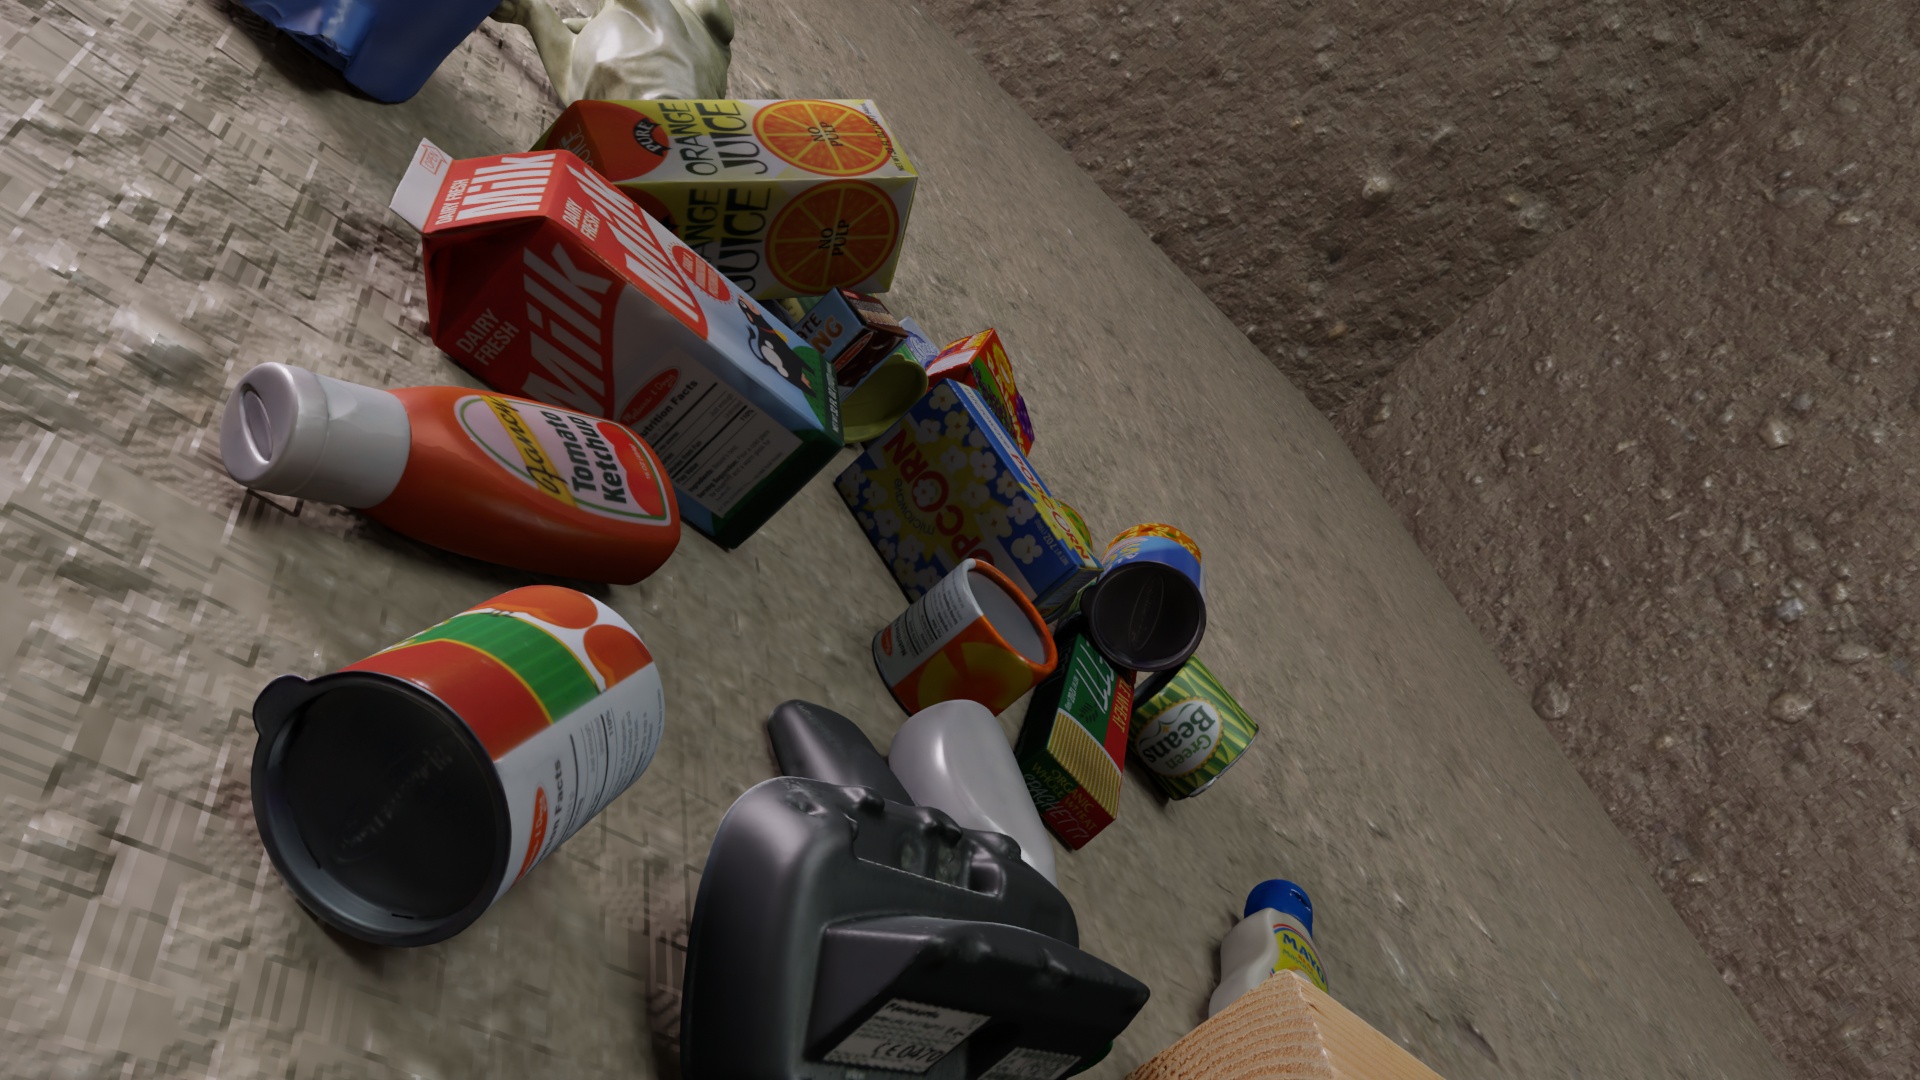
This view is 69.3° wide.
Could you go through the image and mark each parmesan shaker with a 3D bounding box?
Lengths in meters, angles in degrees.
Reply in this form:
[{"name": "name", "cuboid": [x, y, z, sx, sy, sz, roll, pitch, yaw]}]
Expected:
[{"name": "parmesan shaker", "cuboid": [-0.070, -0.116, 0.781, 0.071, 0.071, 0.103, 18, 36, -57]}]

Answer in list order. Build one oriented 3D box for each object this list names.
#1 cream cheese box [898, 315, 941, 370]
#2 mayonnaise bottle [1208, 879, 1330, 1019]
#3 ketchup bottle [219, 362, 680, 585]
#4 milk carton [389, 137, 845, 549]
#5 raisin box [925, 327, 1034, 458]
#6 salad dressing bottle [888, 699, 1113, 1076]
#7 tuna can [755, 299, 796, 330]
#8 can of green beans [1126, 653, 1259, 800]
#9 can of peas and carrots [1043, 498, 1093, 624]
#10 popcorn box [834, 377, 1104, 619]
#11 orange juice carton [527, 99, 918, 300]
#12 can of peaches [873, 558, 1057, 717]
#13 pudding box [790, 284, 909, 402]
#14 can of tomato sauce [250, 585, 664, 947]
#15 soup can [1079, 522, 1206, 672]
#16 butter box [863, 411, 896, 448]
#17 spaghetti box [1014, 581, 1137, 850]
[{"name": "cream cheese box", "cuboid": [-0.035, -0.117, 0.932, 0.053, 0.024, 0.104, 47, 19, -6]}, {"name": "mayonnaise bottle", "cuboid": [0.157, 0.218, 0.690, 0.065, 0.041, 0.148, 47, 19, -1]}, {"name": "ketchup bottle", "cuboid": [-0.159, -0.022, 0.449, 0.149, 0.043, 0.065, 14, 39, -58]}, {"name": "milk carton", "cuboid": [-0.141, -0.087, 0.565, 0.190, 0.073, 0.073, 37, 22, -30]}, {"name": "raisin box", "cuboid": [0.013, -0.085, 0.909, 0.124, 0.040, 0.086, -64, 135, -70]}, {"name": "salad dressing bottle", "cuboid": [0.015, 0.132, 0.539, 0.064, 0.044, 0.148, 32, 26, -46]}, {"name": "tuna can", "cuboid": [-0.118, -0.114, 0.728, 0.071, 0.032, 0.071, 42, 20, -19]}, {"name": "can of green beans", "cuboid": [0.128, 0.106, 0.801, 0.058, 0.071, 0.071, 49, 19, 0]}, {"name": "can of peas and carrots", "cuboid": [0.038, 0.009, 0.788, 0.071, 0.071, 0.059, 49, 18, -1]}, {"name": "popcorn box", "cuboid": [0.003, -0.009, 0.715, 0.127, 0.085, 0.038, 56, 19, 19]}, {"name": "orange juice carton", "cuboid": [-0.126, -0.165, 0.674, 0.193, 0.072, 0.072, -8, 50, -24]}, {"name": "can of peaches", "cuboid": [0.005, 0.052, 0.646, 0.071, 0.058, 0.071, 42, 20, -19]}, {"name": "pudding box", "cuboid": [-0.072, -0.089, 0.705, 0.030, 0.083, 0.050, 54, 19, 14]}, {"name": "can of tomato sauce", "cuboid": [-0.124, 0.051, 0.352, 0.071, 0.071, 0.083, 49, 18, -1]}, {"name": "soup can", "cuboid": [0.108, 0.030, 0.814, 0.071, 0.071, 0.084, 47, 18, -5]}, {"name": "butter box", "cuboid": [-0.055, -0.092, 0.840, 0.053, 0.024, 0.104, 14, 39, -59]}, {"name": "spaghetti box", "cuboid": [0.069, 0.086, 0.767, 0.050, 0.028, 0.251, 47, 19, -6]}]
